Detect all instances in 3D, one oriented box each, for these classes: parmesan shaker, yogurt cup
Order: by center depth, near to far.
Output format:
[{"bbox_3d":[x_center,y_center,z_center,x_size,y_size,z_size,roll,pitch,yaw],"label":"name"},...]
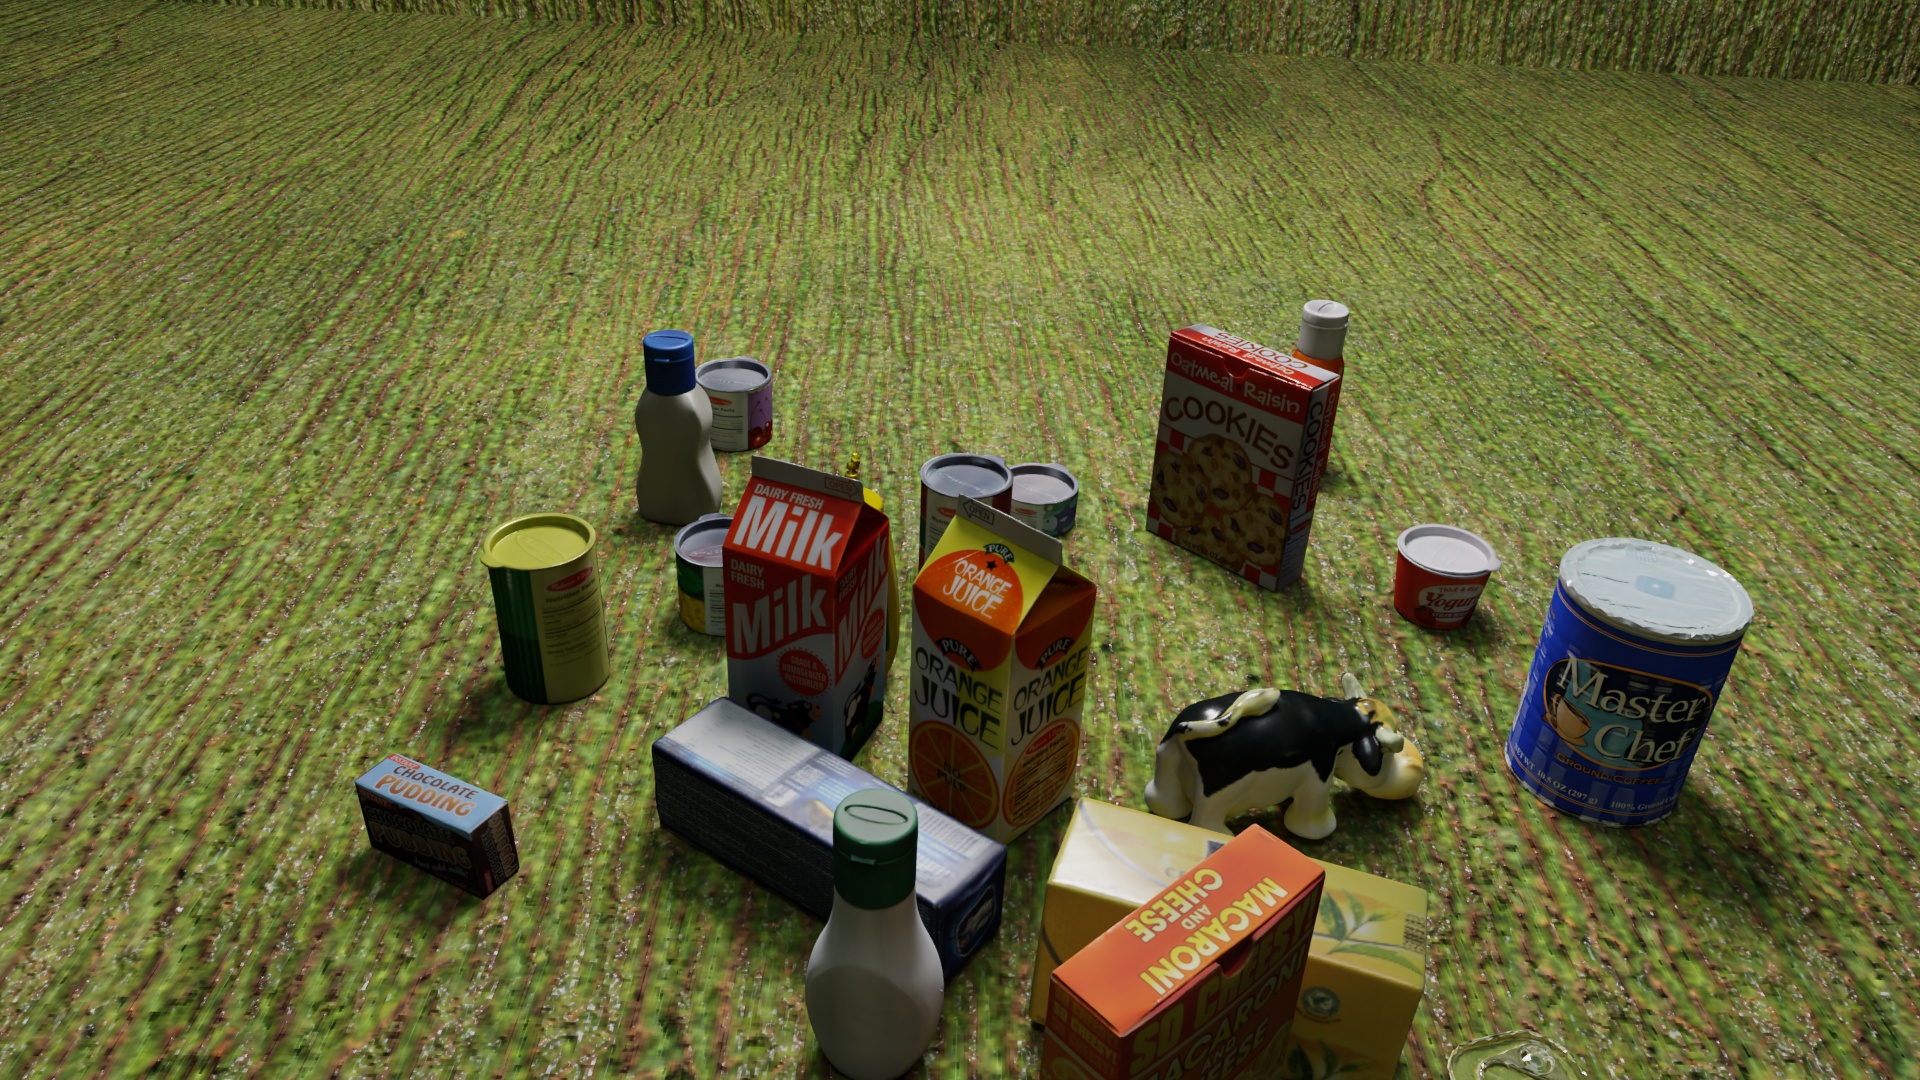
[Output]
[{"bbox_3d":[-0.261,0.044,0.871,0.071,0.102,0.071,2,31,-1],"label":"parmesan shaker"},{"bbox_3d":[0.343,0.027,0.996,0.072,0.053,0.073,2,31,-1],"label":"yogurt cup"}]

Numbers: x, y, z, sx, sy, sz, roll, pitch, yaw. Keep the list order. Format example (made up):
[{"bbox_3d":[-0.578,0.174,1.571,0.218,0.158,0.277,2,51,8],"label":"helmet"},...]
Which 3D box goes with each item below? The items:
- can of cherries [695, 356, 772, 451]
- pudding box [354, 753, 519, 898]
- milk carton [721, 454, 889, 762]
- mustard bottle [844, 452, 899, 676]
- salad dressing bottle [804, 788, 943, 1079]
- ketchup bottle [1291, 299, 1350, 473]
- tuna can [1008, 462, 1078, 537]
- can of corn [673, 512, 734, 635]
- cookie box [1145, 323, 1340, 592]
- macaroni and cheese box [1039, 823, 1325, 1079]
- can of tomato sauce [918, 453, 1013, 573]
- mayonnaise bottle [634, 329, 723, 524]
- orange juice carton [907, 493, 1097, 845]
[{"bbox_3d":[-0.192,-0.117,1.185,0.071,0.058,0.072,2,31,-1],"label":"can of cherries"},{"bbox_3d":[-0.280,0.151,0.744,0.084,0.049,0.030,17,34,22],"label":"pudding box"},{"bbox_3d":[-0.089,0.041,0.807,0.072,0.189,0.074,14,33,18],"label":"milk carton"},{"bbox_3d":[-0.070,0.018,0.875,0.065,0.159,0.049,-4,32,-11],"label":"mustard bottle"},{"bbox_3d":[-0.038,0.179,0.625,0.064,0.146,0.044,9,32,11],"label":"salad dressing bottle"},{"bbox_3d":[0.291,-0.123,1.148,0.043,0.148,0.065,20,35,26],"label":"ketchup bottle"},{"bbox_3d":[0.060,-0.033,1.091,0.071,0.032,0.071,2,31,-1],"label":"tuna can"},{"bbox_3d":[-0.163,0.023,0.957,0.071,0.058,0.071,2,31,-1],"label":"can of corn"},{"bbox_3d":[0.203,-0.062,1.022,0.040,0.166,0.123,-26,41,-38],"label":"cookie box"},{"bbox_3d":[0.086,0.213,0.562,0.124,0.165,0.040,-24,40,-37],"label":"macaroni and cheese box"},{"bbox_3d":[0.004,-0.013,1.005,0.071,0.082,0.071,2,31,-1],"label":"can of tomato sauce"},{"bbox_3d":[-0.214,-0.083,1.042,0.065,0.147,0.041,5,31,4],"label":"mayonnaise bottle"},{"bbox_3d":[0.022,0.069,0.768,0.072,0.191,0.073,27,38,34],"label":"orange juice carton"}]
